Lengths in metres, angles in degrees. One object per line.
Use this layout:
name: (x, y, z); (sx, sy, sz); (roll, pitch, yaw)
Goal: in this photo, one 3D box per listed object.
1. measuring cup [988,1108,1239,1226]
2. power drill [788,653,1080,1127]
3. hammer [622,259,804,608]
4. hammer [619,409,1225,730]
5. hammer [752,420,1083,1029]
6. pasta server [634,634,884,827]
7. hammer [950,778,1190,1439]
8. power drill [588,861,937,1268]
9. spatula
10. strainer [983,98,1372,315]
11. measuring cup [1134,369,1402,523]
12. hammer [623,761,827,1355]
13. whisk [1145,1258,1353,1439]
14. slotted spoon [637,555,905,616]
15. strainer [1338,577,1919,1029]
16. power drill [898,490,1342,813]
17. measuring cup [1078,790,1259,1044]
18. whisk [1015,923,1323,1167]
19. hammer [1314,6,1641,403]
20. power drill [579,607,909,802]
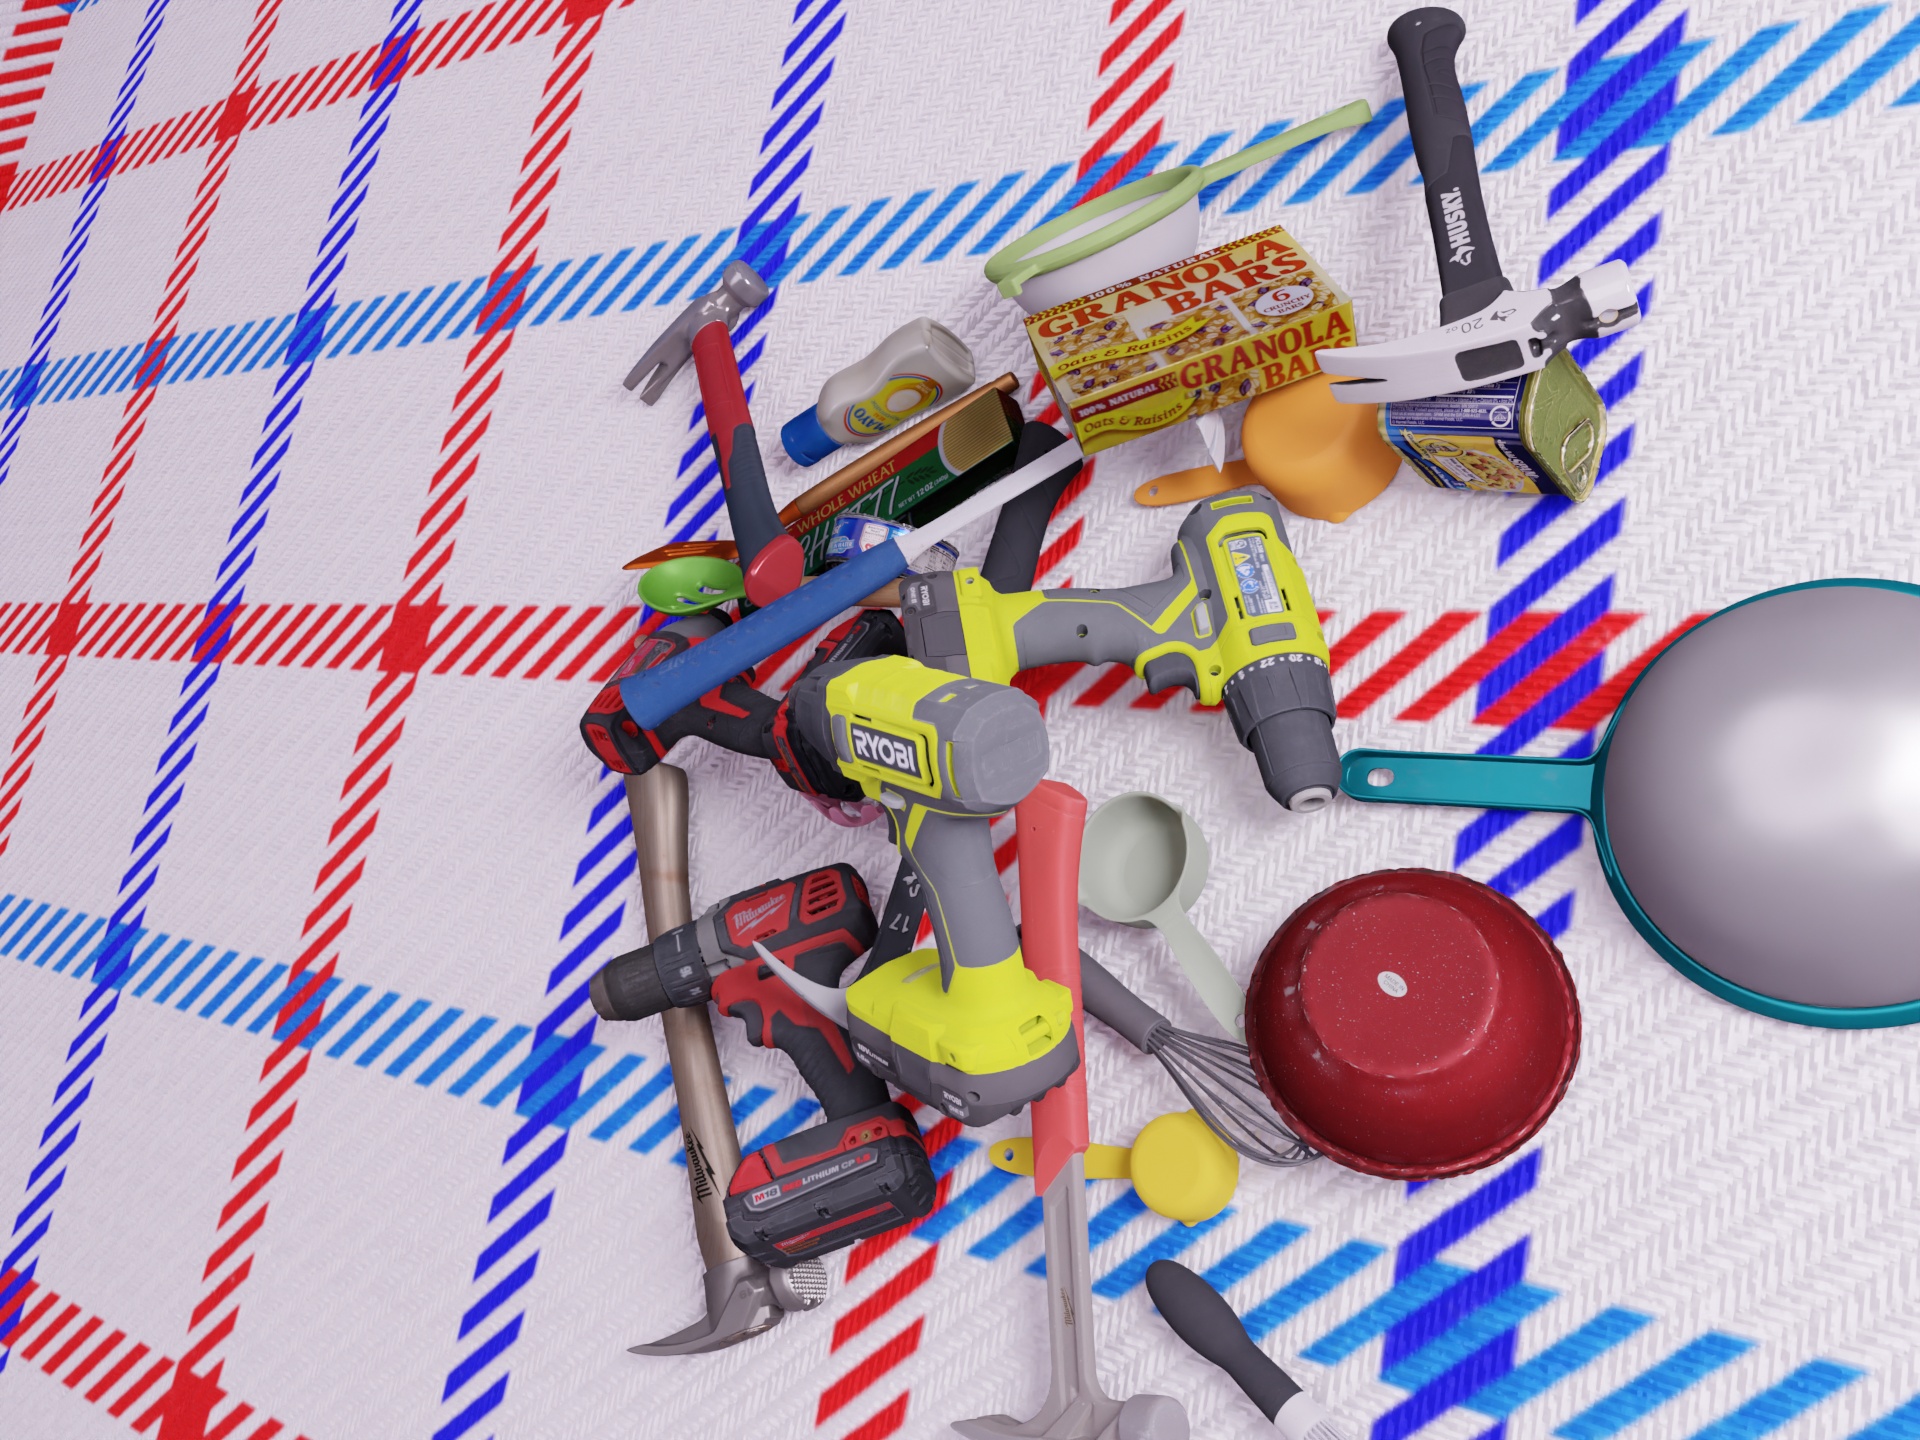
measuring cup: (0.076, 0.242, 0.876); (0.156, 0.029, 0.062); (-6, 70, 33)
power drill: (-0.018, 0.078, 0.815); (0.171, 0.080, 0.223); (15, 120, 49)
hammer: (-0.175, -0.196, 1.153); (0.143, 0.038, 0.387); (-40, 39, 19)
hammer: (-0.025, -0.106, 0.965); (0.405, 0.035, 0.144); (-30, 37, 4)
hammer: (-0.002, -0.003, 0.977); (0.149, 0.036, 0.409); (16, 72, 4)
pasta server: (-0.148, -0.002, 1.123); (0.060, 0.040, 0.316); (-39, 46, -21)
hammer: (0.047, 0.209, 0.871); (0.149, 0.036, 0.359); (-19, 67, 45)
power drill: (-0.123, 0.210, 0.971); (0.188, 0.080, 0.227); (-21, 58, 1)
spatula: (-0.100, -0.173, 1.144); (0.322, 0.081, 0.041); (-27, 100, 22)
strainer: (0.143, -0.311, 1.009); (0.256, 0.069, 0.152); (-21, 22, 10)
measuring cup: (0.170, -0.159, 0.936); (0.173, 0.052, 0.095); (-10, 68, 31)
hammer: (-0.192, 0.212, 1.081); (0.146, 0.038, 0.411); (-31, 57, 25)
whisk: (0.184, 0.352, 0.746); (0.285, 0.070, 0.070); (38, 98, 43)
slotted spoon: (-0.101, -0.085, 1.047); (0.314, 0.031, 0.070); (6, 37, 41)
strainer: (0.324, 0.022, 0.733); (0.340, 0.095, 0.211); (2, 75, 35)
power drill: (0.090, -0.023, 0.878); (0.228, 0.080, 0.191); (-10, 59, 1)
measuring cup: (0.125, 0.113, 0.880); (0.083, 0.038, 0.168); (-44, 53, 16)
whisk: (0.108, 0.170, 0.872); (0.239, 0.055, 0.055); (32, 94, 43)
hammer: (0.260, -0.294, 0.863); (0.146, 0.035, 0.335); (-16, 45, 24)
power drill: (-0.138, -0.021, 1.065); (0.220, 0.078, 0.143); (5, 45, 33)
